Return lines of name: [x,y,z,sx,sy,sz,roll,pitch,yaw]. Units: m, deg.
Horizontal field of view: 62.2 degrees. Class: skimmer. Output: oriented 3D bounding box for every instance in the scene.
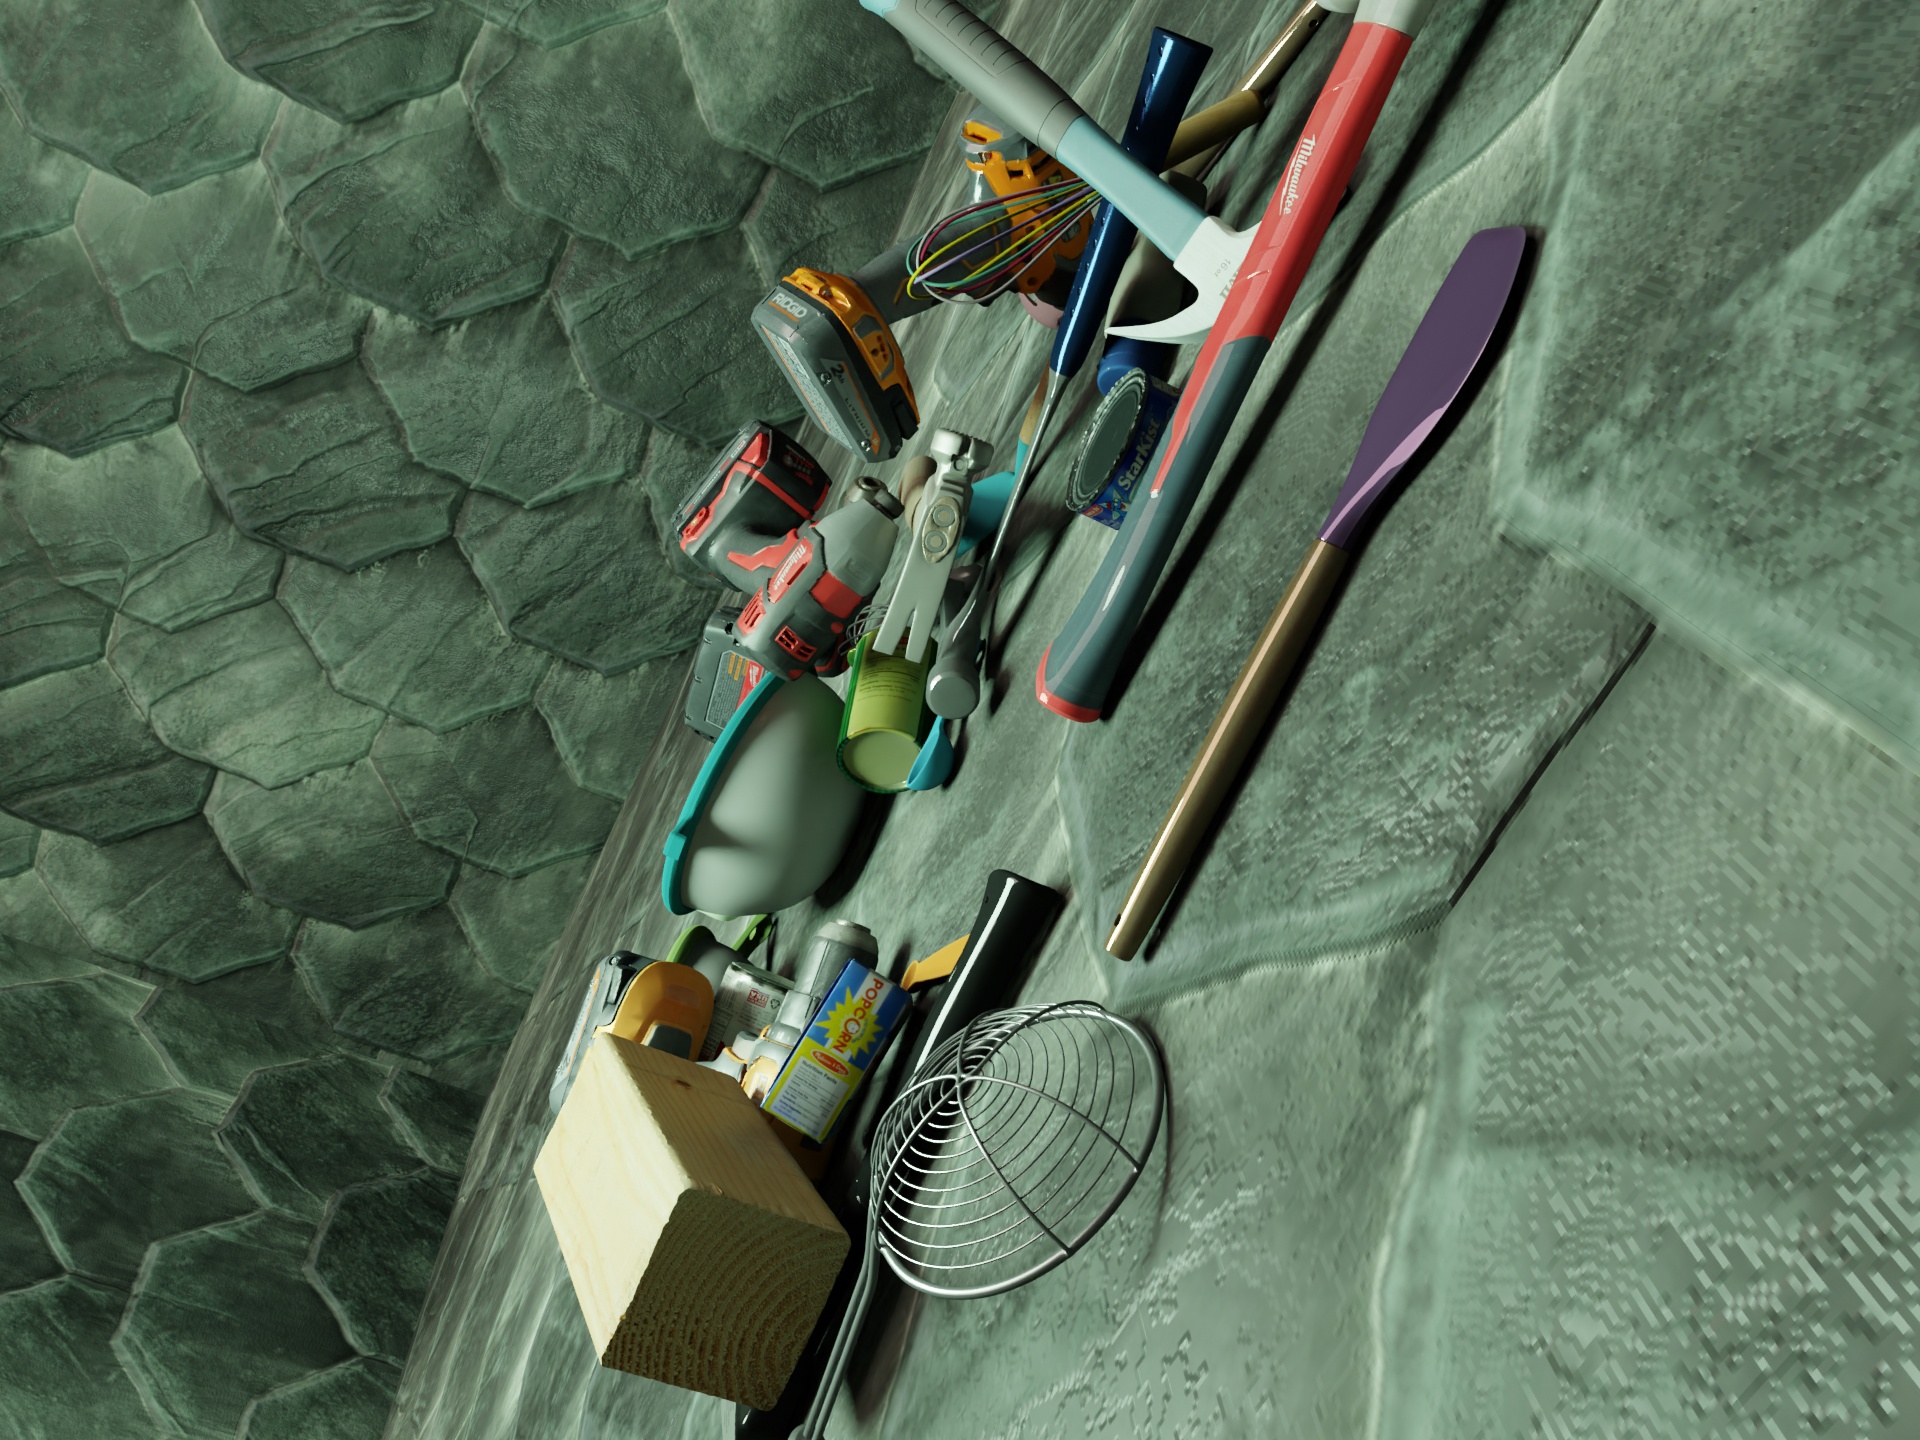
skimmer: [-0.020,0.269,0.661,0.127,0.090,0.363,-101,26,-60]

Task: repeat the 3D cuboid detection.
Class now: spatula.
spatula: [0.044,-0.211,1.079,0.317,0.044,0.082,117,171,-56]
spatula: [0.133,-0.044,0.615,0.316,0.018,0.060,-63,16,10]

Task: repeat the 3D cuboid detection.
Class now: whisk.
whisk: [0.073,-0.314,0.949,0.245,0.047,0.051,-29,50,-7]
whisk: [-0.035,-0.080,1.222,0.239,0.055,0.055,-23,45,62]

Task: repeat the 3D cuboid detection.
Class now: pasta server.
pasta server: [0.135,-0.354,1.041,0.316,0.060,0.040,-44,58,51]

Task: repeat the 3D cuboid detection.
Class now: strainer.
strainer: [-0.128,0.094,1.223,0.211,0.095,0.340,-60,-10,-25]
strainer: [-0.169,0.214,1.227,0.256,0.069,0.151,-57,-27,-68]

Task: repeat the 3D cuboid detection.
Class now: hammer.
hammer: [-0.037,0.222,0.780,0.334,0.035,0.146,-64,14,10]
hammer: [-0.030,-0.146,1.178,0.411,0.038,0.146,-107,34,-78]
hammer: [0.054,-0.325,0.863,0.331,0.033,0.128,49,120,24]
hammer: [0.134,-0.167,0.732,0.386,0.038,0.143,-66,32,17]
hammer: [0.056,-0.202,0.952,0.144,0.035,0.405,-86,15,-62]

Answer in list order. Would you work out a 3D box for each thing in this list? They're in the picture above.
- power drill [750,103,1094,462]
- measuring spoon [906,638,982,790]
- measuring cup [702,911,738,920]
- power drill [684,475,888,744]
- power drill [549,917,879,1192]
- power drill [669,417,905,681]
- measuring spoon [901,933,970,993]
power drill: [-0.006,-0.272,1.026,0.226,0.164,0.084,-42,48,-8]
measuring spoon: [-0.002,-0.003,1.046,0.042,0.021,0.129,-48,15,53]
measuring cup: [-0.172,0.097,1.366,0.167,0.038,0.083,-60,-13,-4]
power drill: [-0.127,-0.088,1.301,0.227,0.080,0.187,-53,-14,-56]
power drill: [-0.148,0.202,0.992,0.226,0.084,0.185,6,72,46]
power drill: [-0.120,-0.129,1.125,0.143,0.078,0.220,-50,35,6]
measuring spoon: [-0.003,0.130,0.854,0.117,0.011,0.021,-35,31,57]
